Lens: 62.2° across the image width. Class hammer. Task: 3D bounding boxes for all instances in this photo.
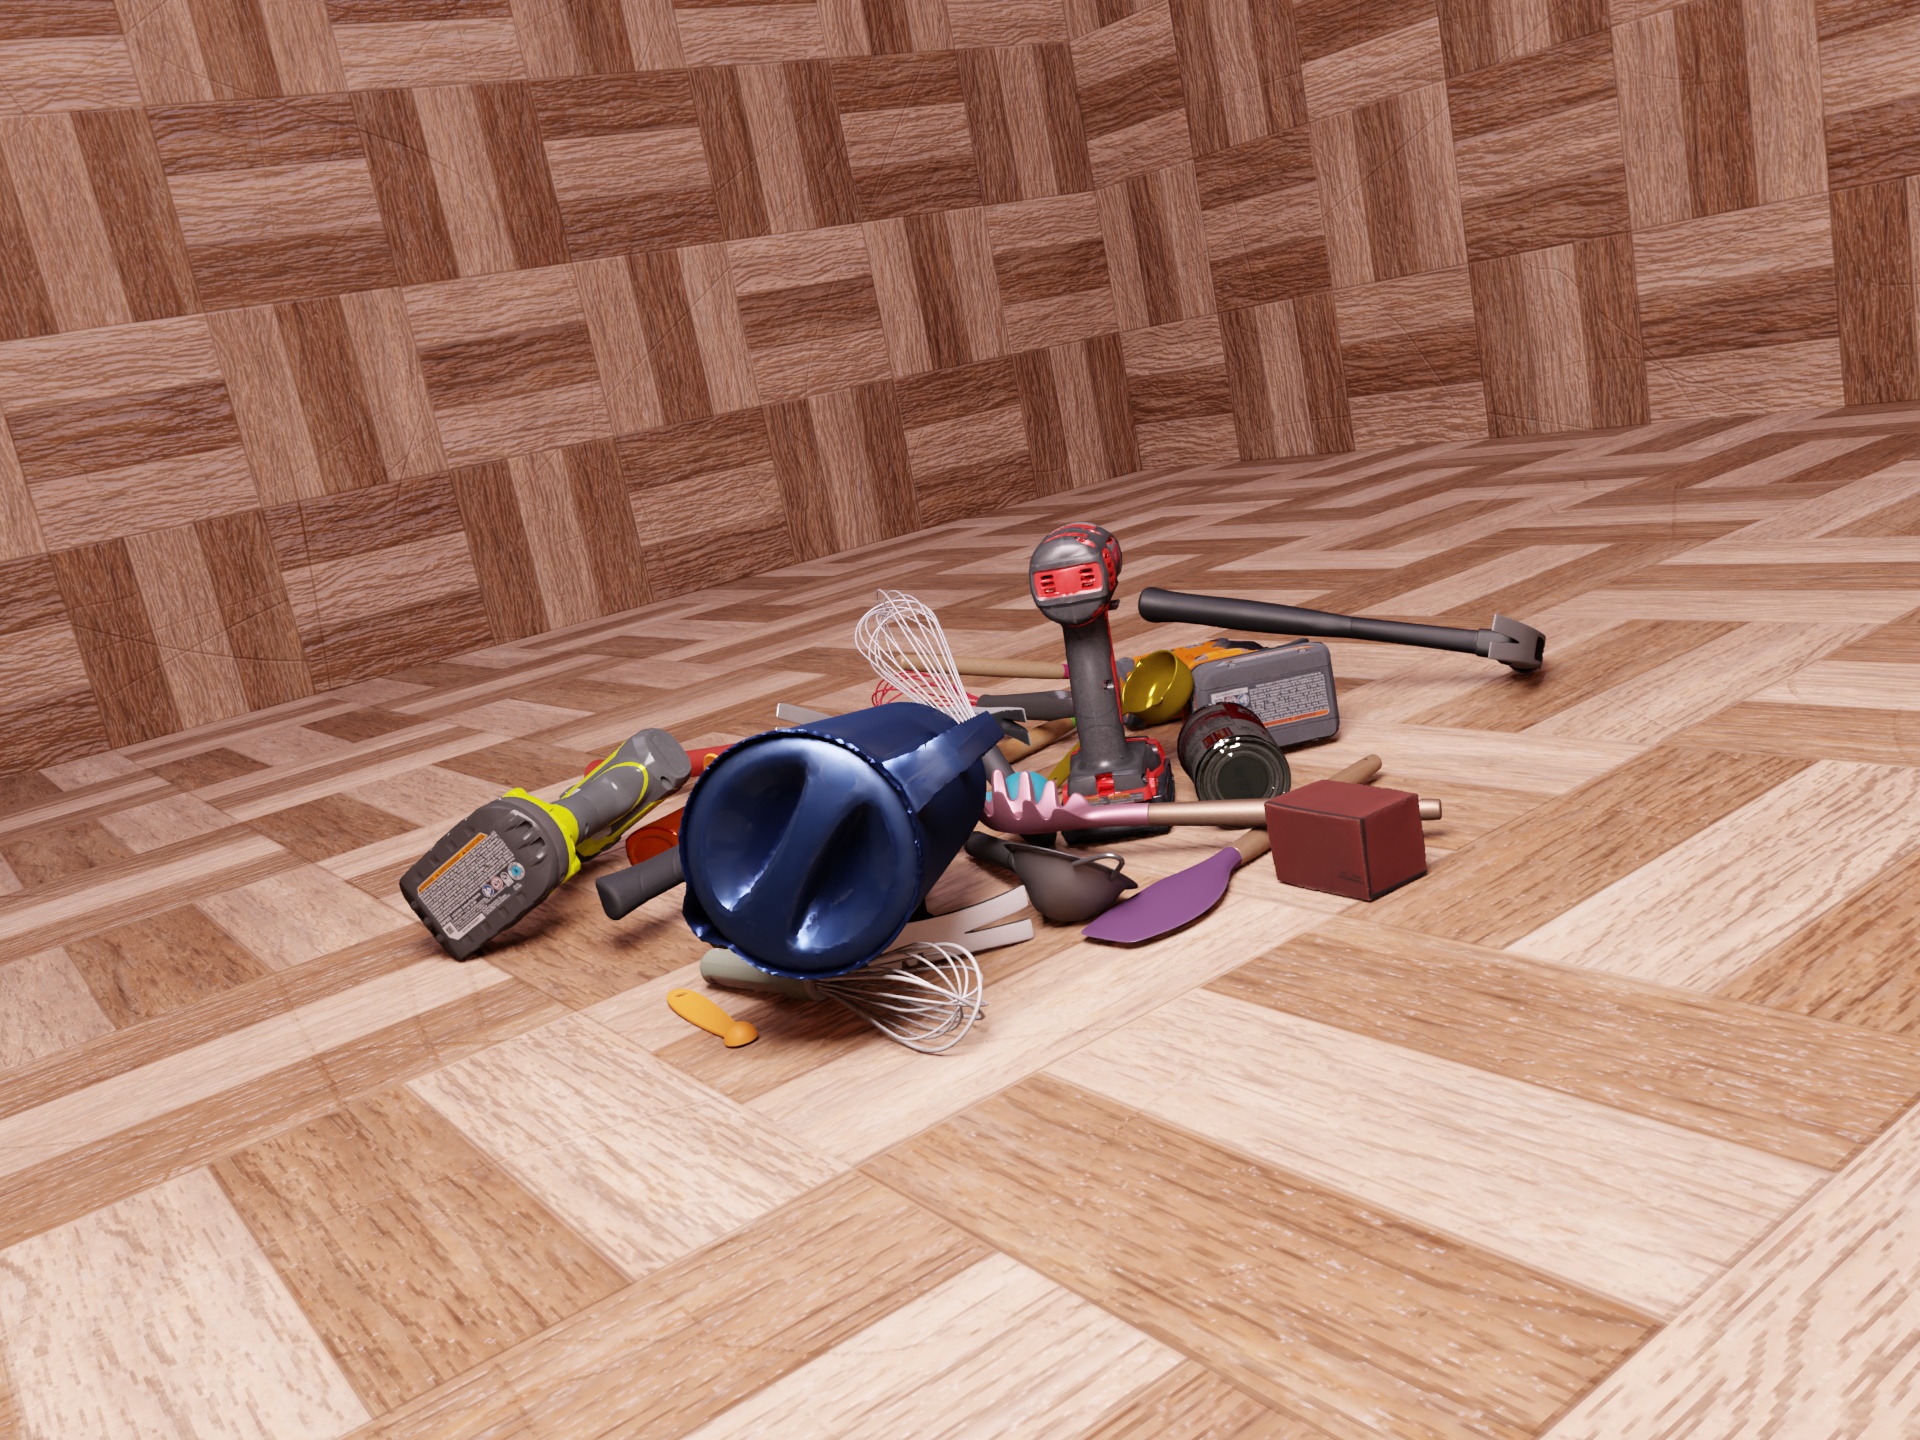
[{"bbox_3d":[0.312,-0.080,1.334,0.335,0.035,0.146,9,1,23],"label":"hammer"},{"bbox_3d":[-0.032,0.098,1.112,0.127,0.034,0.337,-13,13,-2],"label":"hammer"},{"bbox_3d":[-0.229,0.034,1.445,0.359,0.037,0.149,-8,-17,39],"label":"hammer"},{"bbox_3d":[-0.108,0.059,1.207,0.149,0.036,0.409,0,18,42],"label":"hammer"}]

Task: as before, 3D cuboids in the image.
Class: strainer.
[{"bbox_3d":[0.044,0.096,1.043,0.086,0.050,0.258,22,-4,-17],"label":"strainer"}]

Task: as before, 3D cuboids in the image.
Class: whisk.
[{"bbox_3d":[-0.075,0.150,0.910,0.057,0.059,0.246,26,-19,-39],"label":"whisk"},{"bbox_3d":[-0.002,-0.003,1.215,0.070,0.070,0.285,-17,49,-23],"label":"whisk"},{"bbox_3d":[0.010,-0.013,1.459,0.073,0.073,0.296,-22,14,-39],"label":"whisk"}]

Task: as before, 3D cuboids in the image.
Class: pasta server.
[{"bbox_3d":[0.150,0.054,1.042,0.316,0.040,0.060,-2,10,21],"label":"pasta server"}]

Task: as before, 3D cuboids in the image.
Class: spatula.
[{"bbox_3d":[0.193,0.079,1.031,0.060,0.018,0.316,2,20,44],"label":"spatula"}]

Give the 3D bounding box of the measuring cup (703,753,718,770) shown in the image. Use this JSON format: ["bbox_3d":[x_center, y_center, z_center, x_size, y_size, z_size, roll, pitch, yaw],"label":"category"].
[{"bbox_3d":[-0.130,0.062,1.046,0.095,0.173,0.052,8,51,19],"label":"measuring cup"}]

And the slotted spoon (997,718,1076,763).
[{"bbox_3d":[0.080,0.010,1.419,0.314,0.031,0.070,-25,13,-41],"label":"slotted spoon"}]

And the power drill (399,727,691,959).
[{"bbox_3d":[-0.320,0.094,1.228,0.171,0.080,0.223,-38,1,22],"label":"power drill"}]

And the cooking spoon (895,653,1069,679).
[{"bbox_3d":[0.073,-0.047,1.487,0.318,0.017,0.069,1,-10,-36],"label":"cooking spoon"}]

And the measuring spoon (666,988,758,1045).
[{"bbox_3d":[-0.150,0.172,0.942,0.021,0.011,0.117,-18,14,-28],"label":"measuring spoon"}]

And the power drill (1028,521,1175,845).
[{"bbox_3d":[0.098,-0.033,1.144,0.078,0.219,0.143,-9,13,11],"label":"power drill"}]

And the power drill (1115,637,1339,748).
[{"bbox_3d":[0.233,-0.029,1.339,0.164,0.084,0.226,-12,9,-10],"label":"power drill"}]

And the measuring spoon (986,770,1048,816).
[{"bbox_3d":[0.003,0.054,1.127,0.128,0.021,0.042,-3,56,3],"label":"measuring spoon"}]

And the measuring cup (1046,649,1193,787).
[{"bbox_3d":[0.123,0.010,1.246,0.156,0.029,0.062,-47,29,20],"label":"measuring cup"}]
